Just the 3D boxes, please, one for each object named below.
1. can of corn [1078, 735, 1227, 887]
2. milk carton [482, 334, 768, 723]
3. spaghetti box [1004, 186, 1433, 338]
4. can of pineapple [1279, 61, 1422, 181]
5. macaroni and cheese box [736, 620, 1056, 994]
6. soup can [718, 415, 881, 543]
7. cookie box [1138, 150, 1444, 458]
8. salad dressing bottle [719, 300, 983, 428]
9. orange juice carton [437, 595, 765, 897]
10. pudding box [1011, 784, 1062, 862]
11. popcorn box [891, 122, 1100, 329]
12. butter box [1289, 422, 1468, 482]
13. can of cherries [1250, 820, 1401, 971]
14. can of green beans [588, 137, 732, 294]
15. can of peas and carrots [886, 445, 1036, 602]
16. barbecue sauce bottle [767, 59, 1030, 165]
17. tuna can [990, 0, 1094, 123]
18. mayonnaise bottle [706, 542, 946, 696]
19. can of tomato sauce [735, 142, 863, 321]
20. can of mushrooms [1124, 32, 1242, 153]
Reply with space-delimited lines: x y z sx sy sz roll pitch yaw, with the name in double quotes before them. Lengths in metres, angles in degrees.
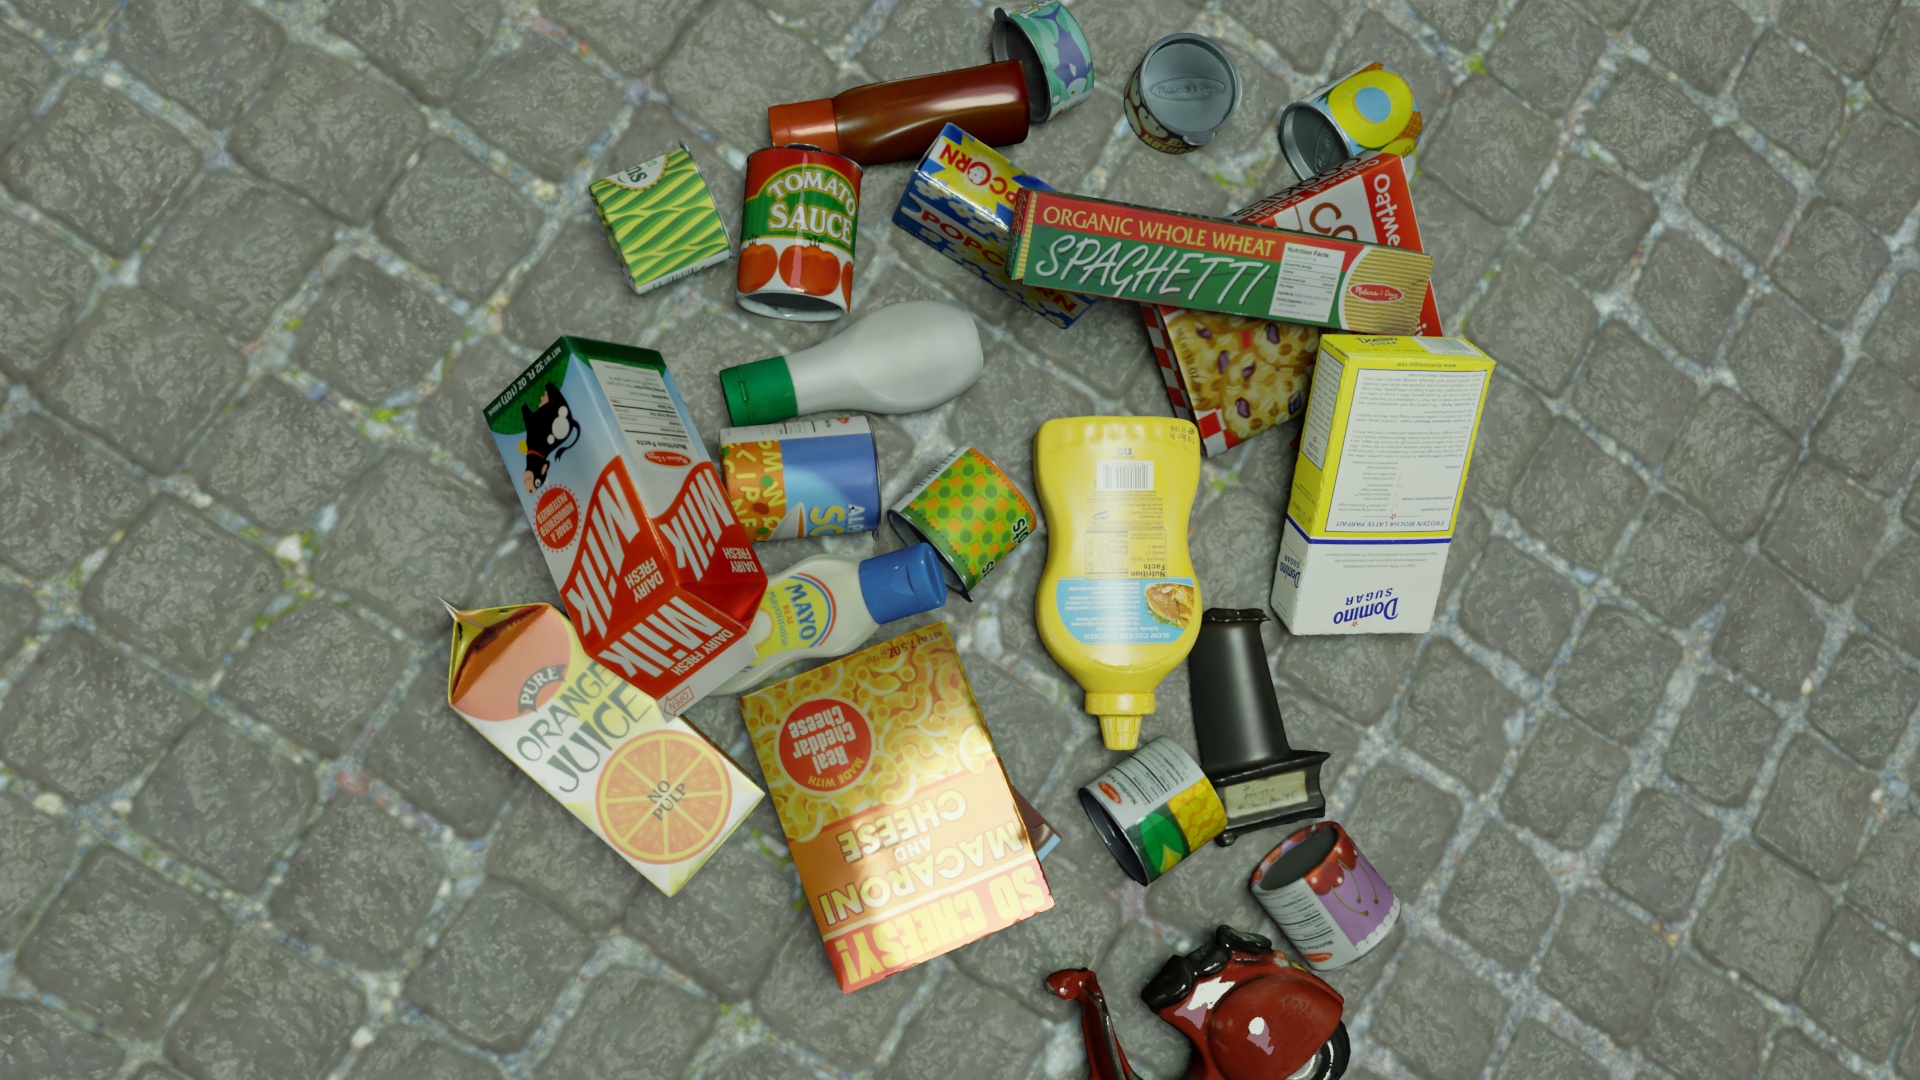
"can of corn" 0.111 0.156 0.799 0.058 0.071 0.071 -32 91 -12
"milk carton" -0.166 -0.006 0.718 0.072 0.073 0.191 -36 72 25
"spaghetti box" 0.145 -0.152 0.765 0.250 0.029 0.050 4 107 -19
"can of pineapple" 0.243 -0.253 0.861 0.058 0.071 0.071 -33 92 -12
"macaroni and cheese box" -0.035 0.144 0.762 0.124 0.040 0.167 -20 76 -7
"soup can" -0.090 -0.031 0.776 0.084 0.071 0.071 -6 86 -11
"cookie box" 0.195 -0.141 0.826 0.168 0.040 0.122 -26 115 -7
"salad dressing bottle" -0.063 -0.098 0.800 0.148 0.044 0.064 -15 88 -11
"orange juice carton" -0.200 0.096 0.740 0.192 0.071 0.073 43 78 -5
"pudding box" 0.012 0.183 0.794 0.049 0.030 0.084 45 79 -3
"popcorn box" 0.029 -0.179 0.803 0.127 0.085 0.038 31 80 -7
"butter box" 0.262 -0.049 0.867 0.103 0.024 0.053 39 79 -5
"can of cherries" 0.214 0.206 0.814 0.071 0.071 0.058 -39 93 -12
"can of green beans" -0.167 -0.178 0.775 0.058 0.071 0.071 -25 90 -11
"can of peas and carrots" 0.003 -0.010 0.792 0.059 0.071 0.071 -43 94 -12
"barbecue sauce bottle" -0.036 -0.245 0.811 0.149 0.065 0.043 -10 86 -3
"tuna can" 0.048 -0.288 0.826 0.033 0.071 0.071 -29 91 -13
"mayonnaise bottle" -0.083 0.038 0.757 0.148 0.041 0.065 -17 86 12
"can of tomato sauce" -0.091 -0.173 0.787 0.071 0.071 0.083 5 84 -10
"can of mushrooms" 0.137 -0.274 0.860 0.071 0.033 0.071 1 84 -11
